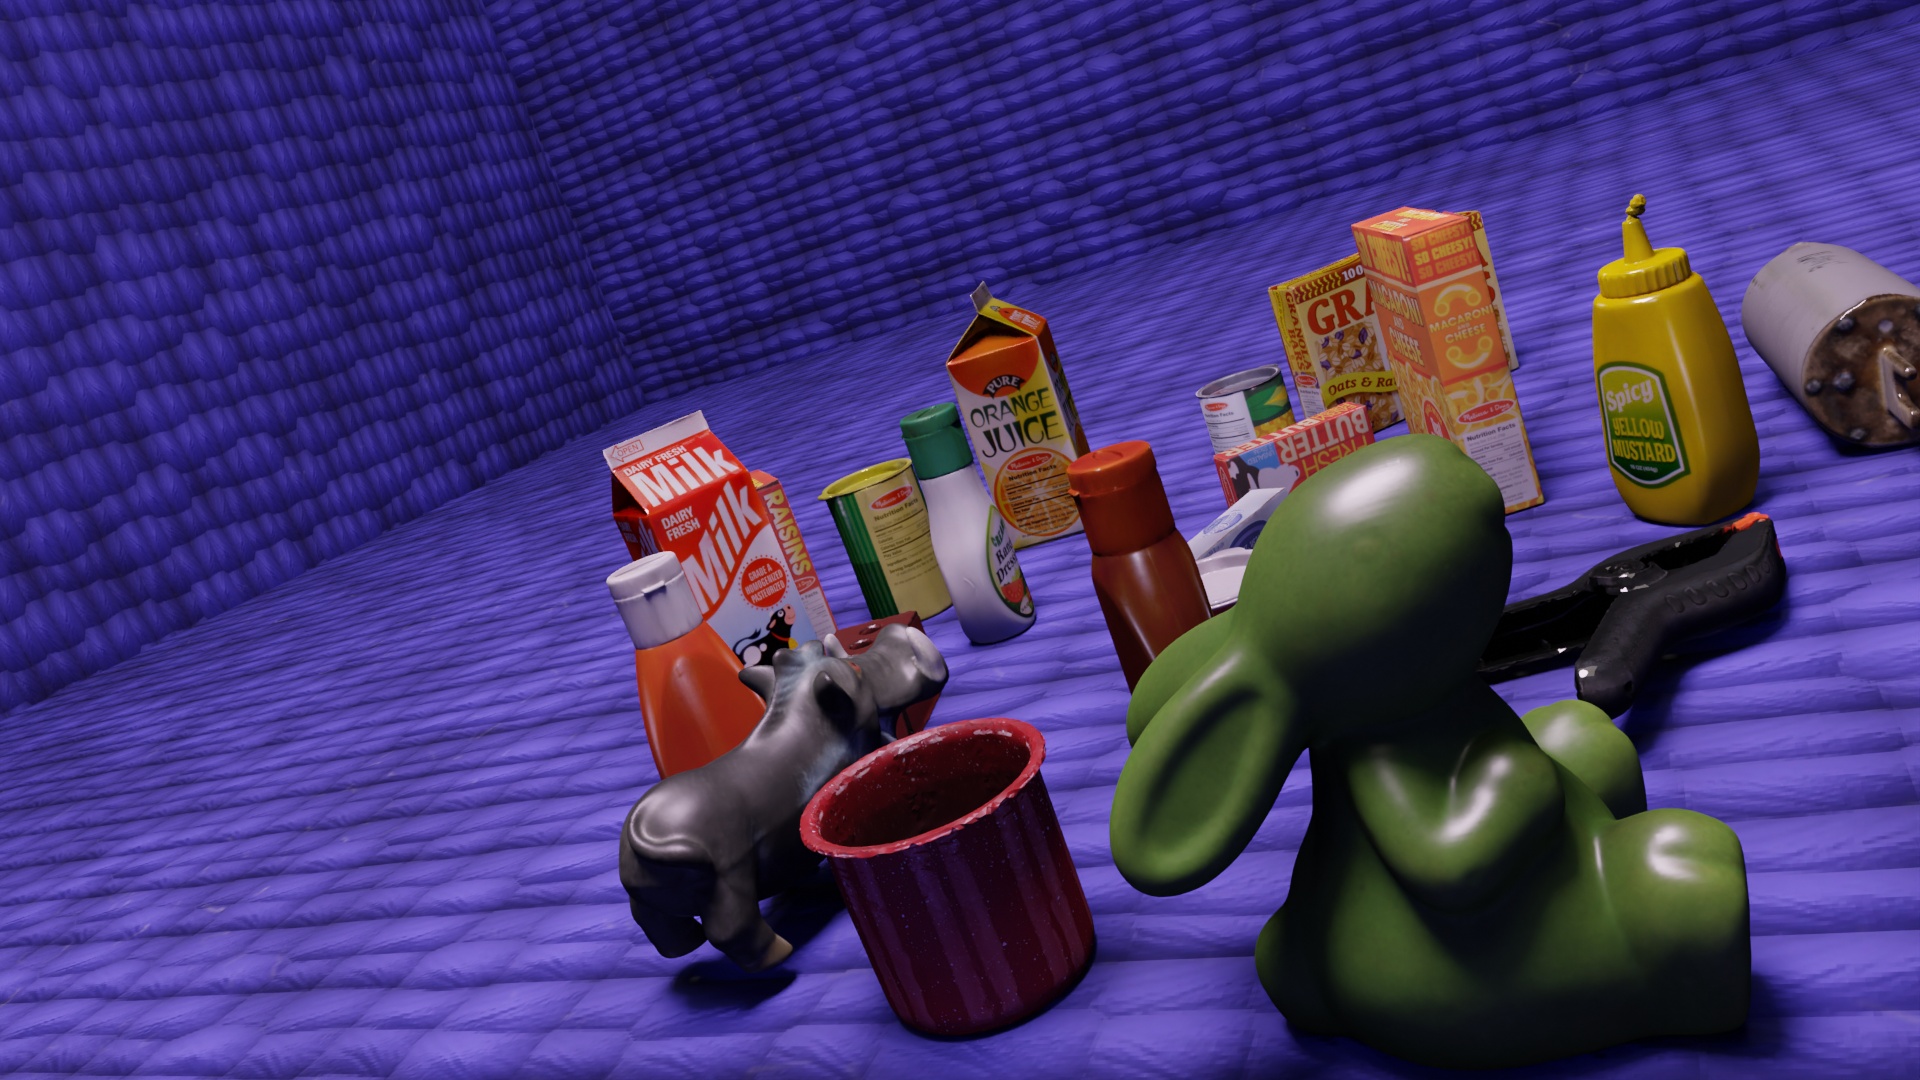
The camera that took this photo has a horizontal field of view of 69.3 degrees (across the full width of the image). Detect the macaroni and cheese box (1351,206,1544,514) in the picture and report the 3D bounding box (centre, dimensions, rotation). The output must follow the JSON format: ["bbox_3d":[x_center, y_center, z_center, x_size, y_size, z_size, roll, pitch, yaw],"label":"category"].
[{"bbox_3d":[0.281,-0.107,0.807,0.040,0.166,0.124,-18,14,7],"label":"macaroni and cheese box"}]

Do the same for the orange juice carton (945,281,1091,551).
[{"bbox_3d":[0.044,-0.098,1.037,0.073,0.192,0.072,-16,14,15],"label":"orange juice carton"}]

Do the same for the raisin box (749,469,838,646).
[{"bbox_3d":[-0.131,0.015,0.994,0.040,0.123,0.086,-23,14,-13],"label":"raisin box"}]

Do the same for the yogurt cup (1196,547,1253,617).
[{"bbox_3d":[0.130,0.042,0.681,0.072,0.053,0.072,-19,14,5],"label":"yogurt cup"}]

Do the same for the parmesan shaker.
[{"bbox_3d":[-0.050,0.003,0.969,0.071,0.103,0.071,-19,14,5],"label":"parmesan shaker"}]

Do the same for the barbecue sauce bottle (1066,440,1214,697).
[{"bbox_3d":[0.084,0.033,0.586,0.044,0.148,0.065,-22,14,-7],"label":"barbecue sauce bottle"}]

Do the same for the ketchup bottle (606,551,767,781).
[{"bbox_3d":[-0.133,0.080,0.702,0.065,0.148,0.043,-25,14,-19],"label":"ketchup bottle"}]

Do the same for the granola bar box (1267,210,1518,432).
[{"bbox_3d":[0.320,-0.156,1.023,0.166,0.124,0.039,-24,14,-14],"label":"granola bar box"}]

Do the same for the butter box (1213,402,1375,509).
[{"bbox_3d":[0.219,-0.047,0.899,0.104,0.053,0.024,-22,14,-9],"label":"butter box"}]

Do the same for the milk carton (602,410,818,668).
[{"bbox_3d":[-0.159,0.017,0.884,0.072,0.190,0.073,-28,16,-28],"label":"milk carton"}]

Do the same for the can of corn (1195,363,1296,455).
[{"bbox_3d":[0.223,-0.096,1.065,0.071,0.058,0.071,-19,14,5],"label":"can of corn"}]

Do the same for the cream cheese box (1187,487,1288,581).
[{"bbox_3d":[0.152,0.014,0.758,0.024,0.053,0.104,-7,19,43],"label":"cream cheese box"}]

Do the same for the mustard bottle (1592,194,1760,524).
[{"bbox_3d":[0.337,-0.088,0.671,0.049,0.160,0.065,-24,14,-18],"label":"mustard bottle"}]

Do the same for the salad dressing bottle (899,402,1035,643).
[{"bbox_3d":[0.003,-0.011,0.859,0.044,0.147,0.064,-14,15,23],"label":"salad dressing bottle"}]
